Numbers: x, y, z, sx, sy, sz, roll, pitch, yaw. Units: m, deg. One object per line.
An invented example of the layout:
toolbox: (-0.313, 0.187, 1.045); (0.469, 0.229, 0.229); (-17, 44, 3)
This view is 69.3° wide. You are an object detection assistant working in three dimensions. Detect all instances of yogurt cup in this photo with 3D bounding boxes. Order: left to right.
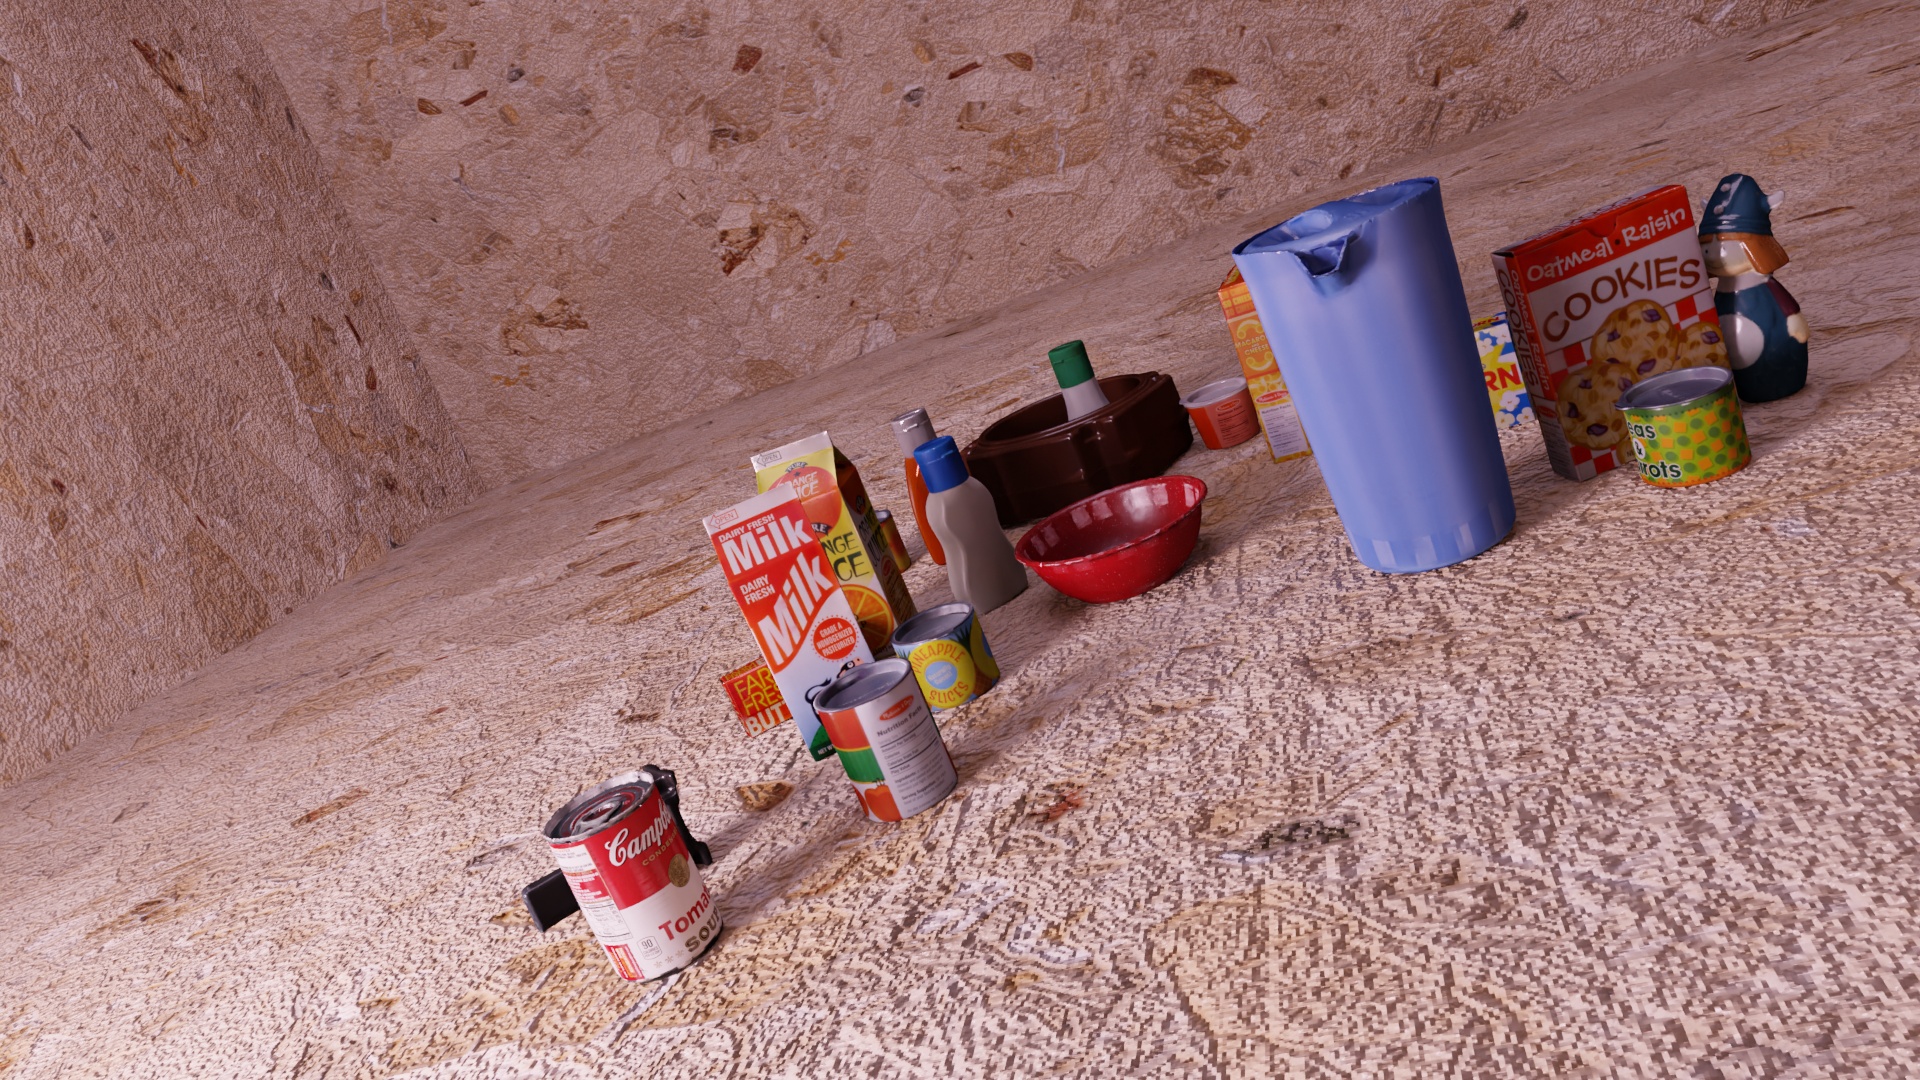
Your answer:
yogurt cup: (0.260, -0.124, 1.364); (0.072, 0.053, 0.072); (-21, 15, 6)

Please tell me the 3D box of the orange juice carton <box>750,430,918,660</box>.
orange juice carton: (-0.106, 0.006, 1.169); (0.072, 0.192, 0.073); (-19, 15, 12)

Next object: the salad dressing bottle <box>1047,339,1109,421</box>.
salad dressing bottle: (0.128, -0.123, 1.367); (0.064, 0.147, 0.044); (-9, 20, 42)

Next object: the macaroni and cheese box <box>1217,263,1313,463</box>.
macaroni and cheese box: (0.285, -0.169, 1.268); (0.040, 0.166, 0.124); (-16, 16, 25)

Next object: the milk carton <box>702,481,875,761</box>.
milk carton: (-0.117, 0.056, 1.016); (0.072, 0.190, 0.073); (-24, 15, -7)

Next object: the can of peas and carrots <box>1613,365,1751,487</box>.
can of peas and carrots: (0.463, -0.072, 0.892); (0.071, 0.058, 0.071); (-21, 15, 6)

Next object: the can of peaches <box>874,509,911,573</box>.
can of peaches: (-0.089, 0.008, 1.393); (0.071, 0.058, 0.071); (-21, 15, 6)

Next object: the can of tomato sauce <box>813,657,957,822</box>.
can of tomato sauce: (-0.047, 0.126, 0.883); (0.071, 0.083, 0.071); (-21, 15, 6)

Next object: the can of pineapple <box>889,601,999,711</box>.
can of pineapple: (-0.011, 0.085, 1.019); (0.071, 0.057, 0.071); (-21, 15, 6)

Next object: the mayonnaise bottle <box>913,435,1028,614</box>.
mayonnaise bottle: (0.004, -0.015, 1.168); (0.065, 0.147, 0.041); (-30, 16, -27)

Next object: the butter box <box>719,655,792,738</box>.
butter box: (-0.135, 0.111, 1.113); (0.104, 0.053, 0.024); (-26, 15, -14)

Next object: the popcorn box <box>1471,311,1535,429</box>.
popcorn box: (0.389, -0.124, 1.124); (0.126, 0.085, 0.038); (-15, 17, 26)

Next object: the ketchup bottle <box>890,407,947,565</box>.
ketchup bottle: (-0.023, -0.053, 1.337); (0.065, 0.148, 0.043); (-23, 15, 0)

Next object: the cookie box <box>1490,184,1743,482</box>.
cookie box: (0.446, -0.140, 0.942); (0.123, 0.167, 0.040); (-22, 15, 0)
